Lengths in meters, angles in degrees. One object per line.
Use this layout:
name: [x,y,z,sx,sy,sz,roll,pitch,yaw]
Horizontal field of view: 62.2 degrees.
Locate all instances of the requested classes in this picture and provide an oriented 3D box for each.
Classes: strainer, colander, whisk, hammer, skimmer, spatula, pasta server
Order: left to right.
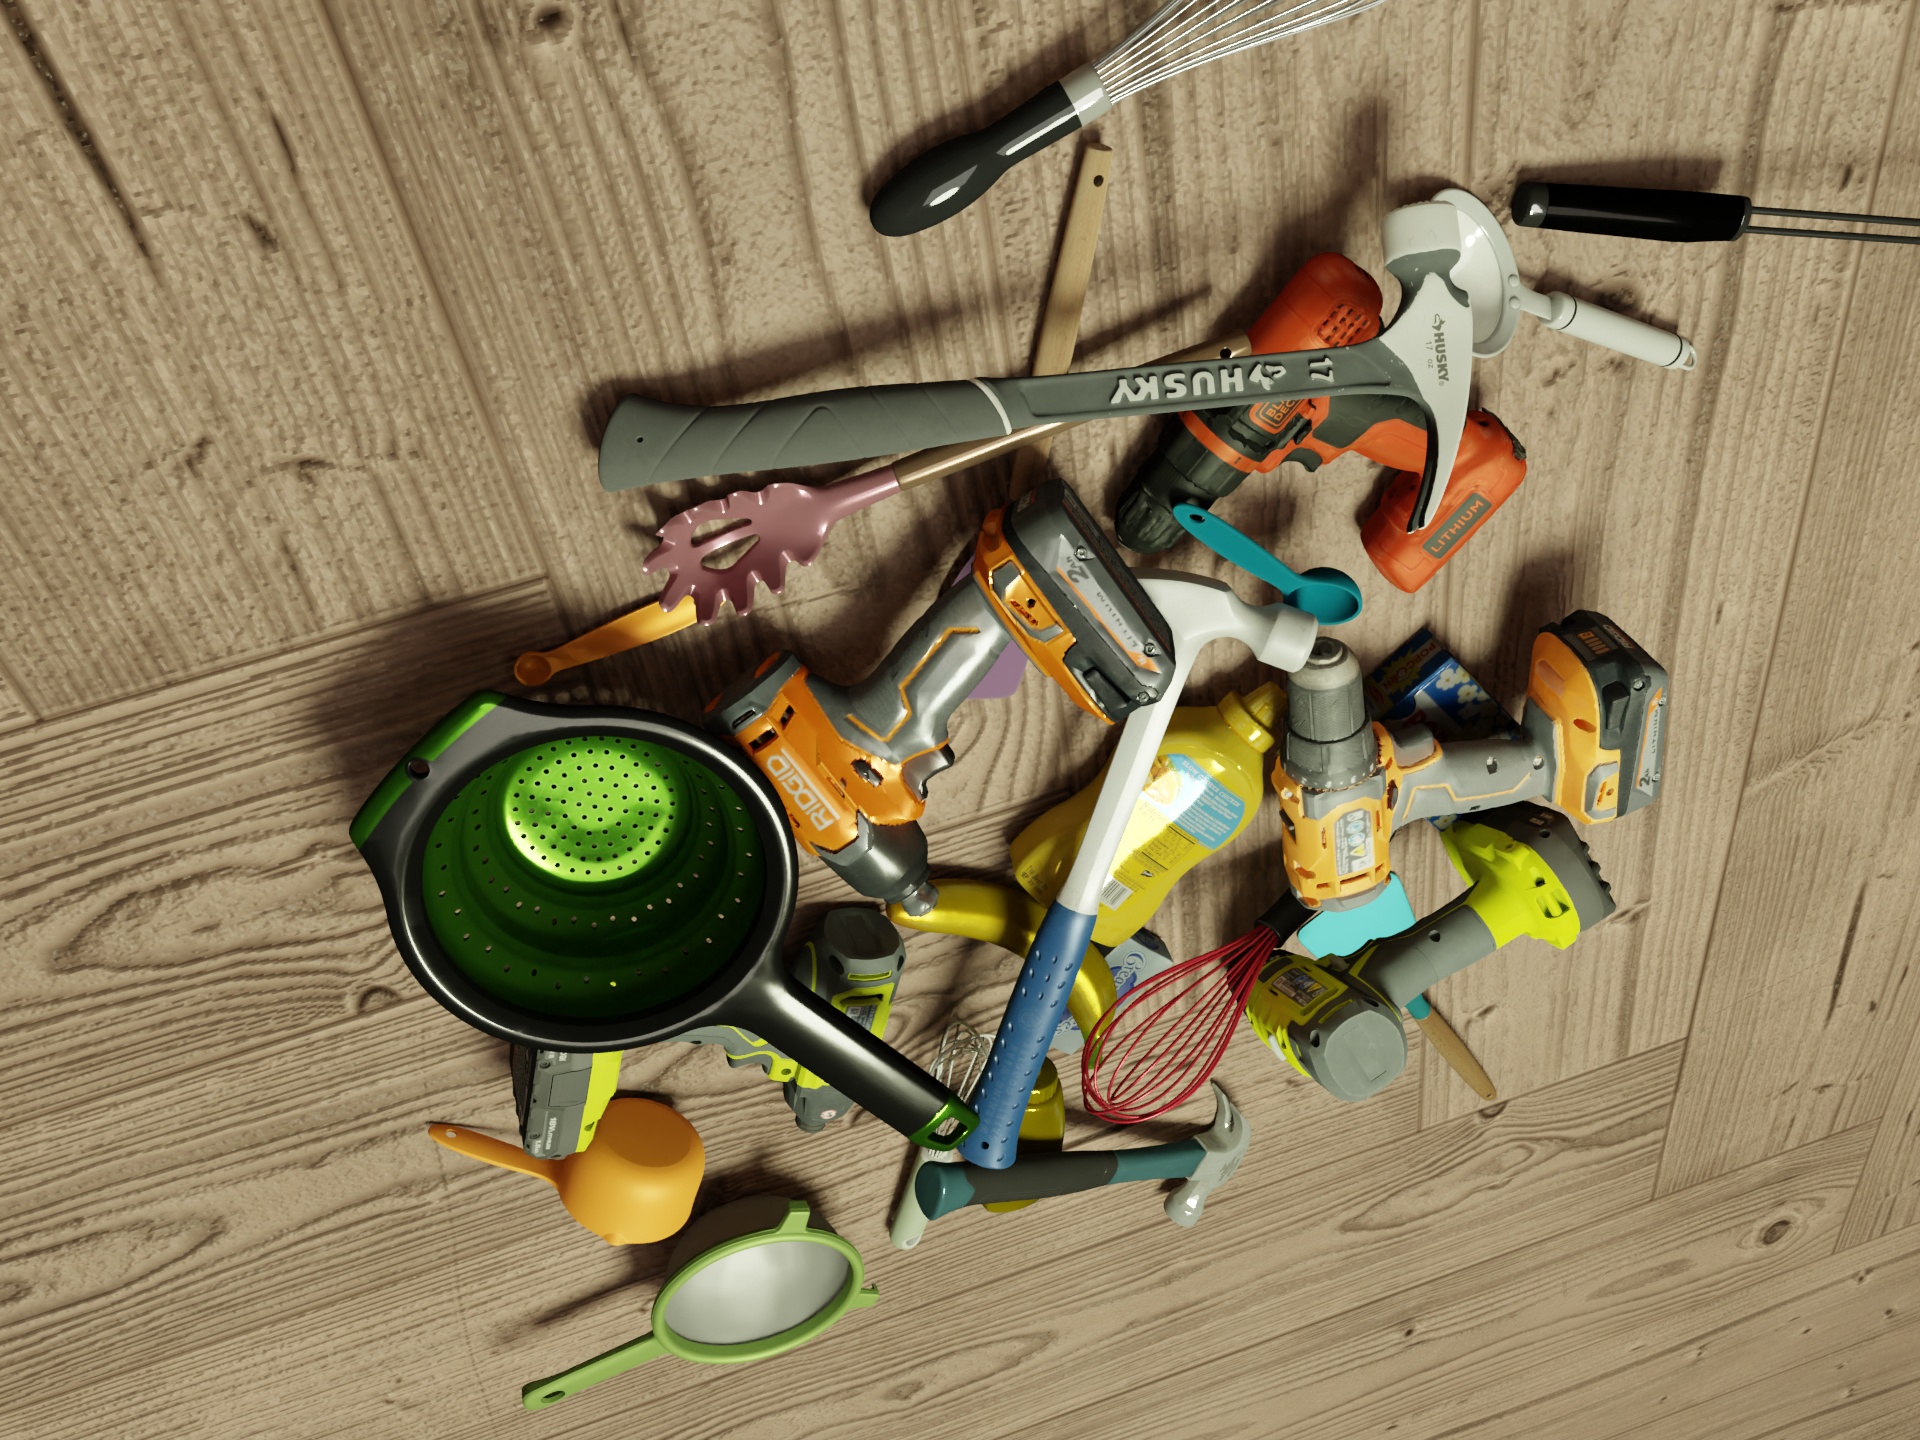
strainer: [-0.195,0.406,1.127,0.256,0.069,0.151,-25,133,1]
colander: [-0.137,0.114,0.875,0.204,0.095,0.396,-44,118,10]
whisk: [-0.016,0.300,1.126,0.057,0.059,0.246,-12,137,-33]
pasta server: [-0.006,-0.127,0.784,0.316,0.040,0.060,-21,116,3]
spatula: [0.035,-0.138,0.820,0.059,0.018,0.315,0,127,-18]
hammer: [0.034,-0.143,0.741,0.409,0.036,0.149,-6,90,1]
hammer: [0.066,0.097,0.934,0.144,0.035,0.405,19,114,1]
hammer: [0.094,0.322,1.137,0.330,0.033,0.128,9,117,-44]
whisk: [0.083,-0.292,0.698,0.284,0.070,0.070,-29,131,10]
whisk: [0.182,0.148,1.011,0.296,0.073,0.073,-39,135,-23]
spatula: [0.355,0.221,1.213,0.082,0.044,0.317,-36,134,9]
strainer: [0.309,-0.217,0.843,0.258,0.050,0.087,7,80,-31]
skimmer: [0.461,-0.274,0.860,0.363,0.090,0.127,1,122,-8]

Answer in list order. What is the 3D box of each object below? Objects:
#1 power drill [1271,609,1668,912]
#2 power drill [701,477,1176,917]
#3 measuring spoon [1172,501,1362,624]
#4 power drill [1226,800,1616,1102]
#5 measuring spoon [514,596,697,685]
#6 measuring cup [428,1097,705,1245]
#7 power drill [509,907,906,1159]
power drill: [0.292,0.007,0.936,0.226,0.084,0.185,-18,127,-3]
power drill: [-0.001,-0.003,0.831,0.226,0.084,0.164,-33,104,16]
measuring spoon: [0.163,-0.089,0.844,0.128,0.021,0.042,28,149,-25]
power drill: [0.288,0.143,1.043,0.228,0.191,0.080,-33,102,-6]
measuring spoon: [-0.175,-0.047,0.823,0.117,0.011,0.021,-23,129,-6]
measuring cup: [-0.246,0.268,1.006,0.173,0.095,0.052,20,113,-11]
power drill: [-0.156,0.199,0.977,0.223,0.080,0.171,0,125,-24]
